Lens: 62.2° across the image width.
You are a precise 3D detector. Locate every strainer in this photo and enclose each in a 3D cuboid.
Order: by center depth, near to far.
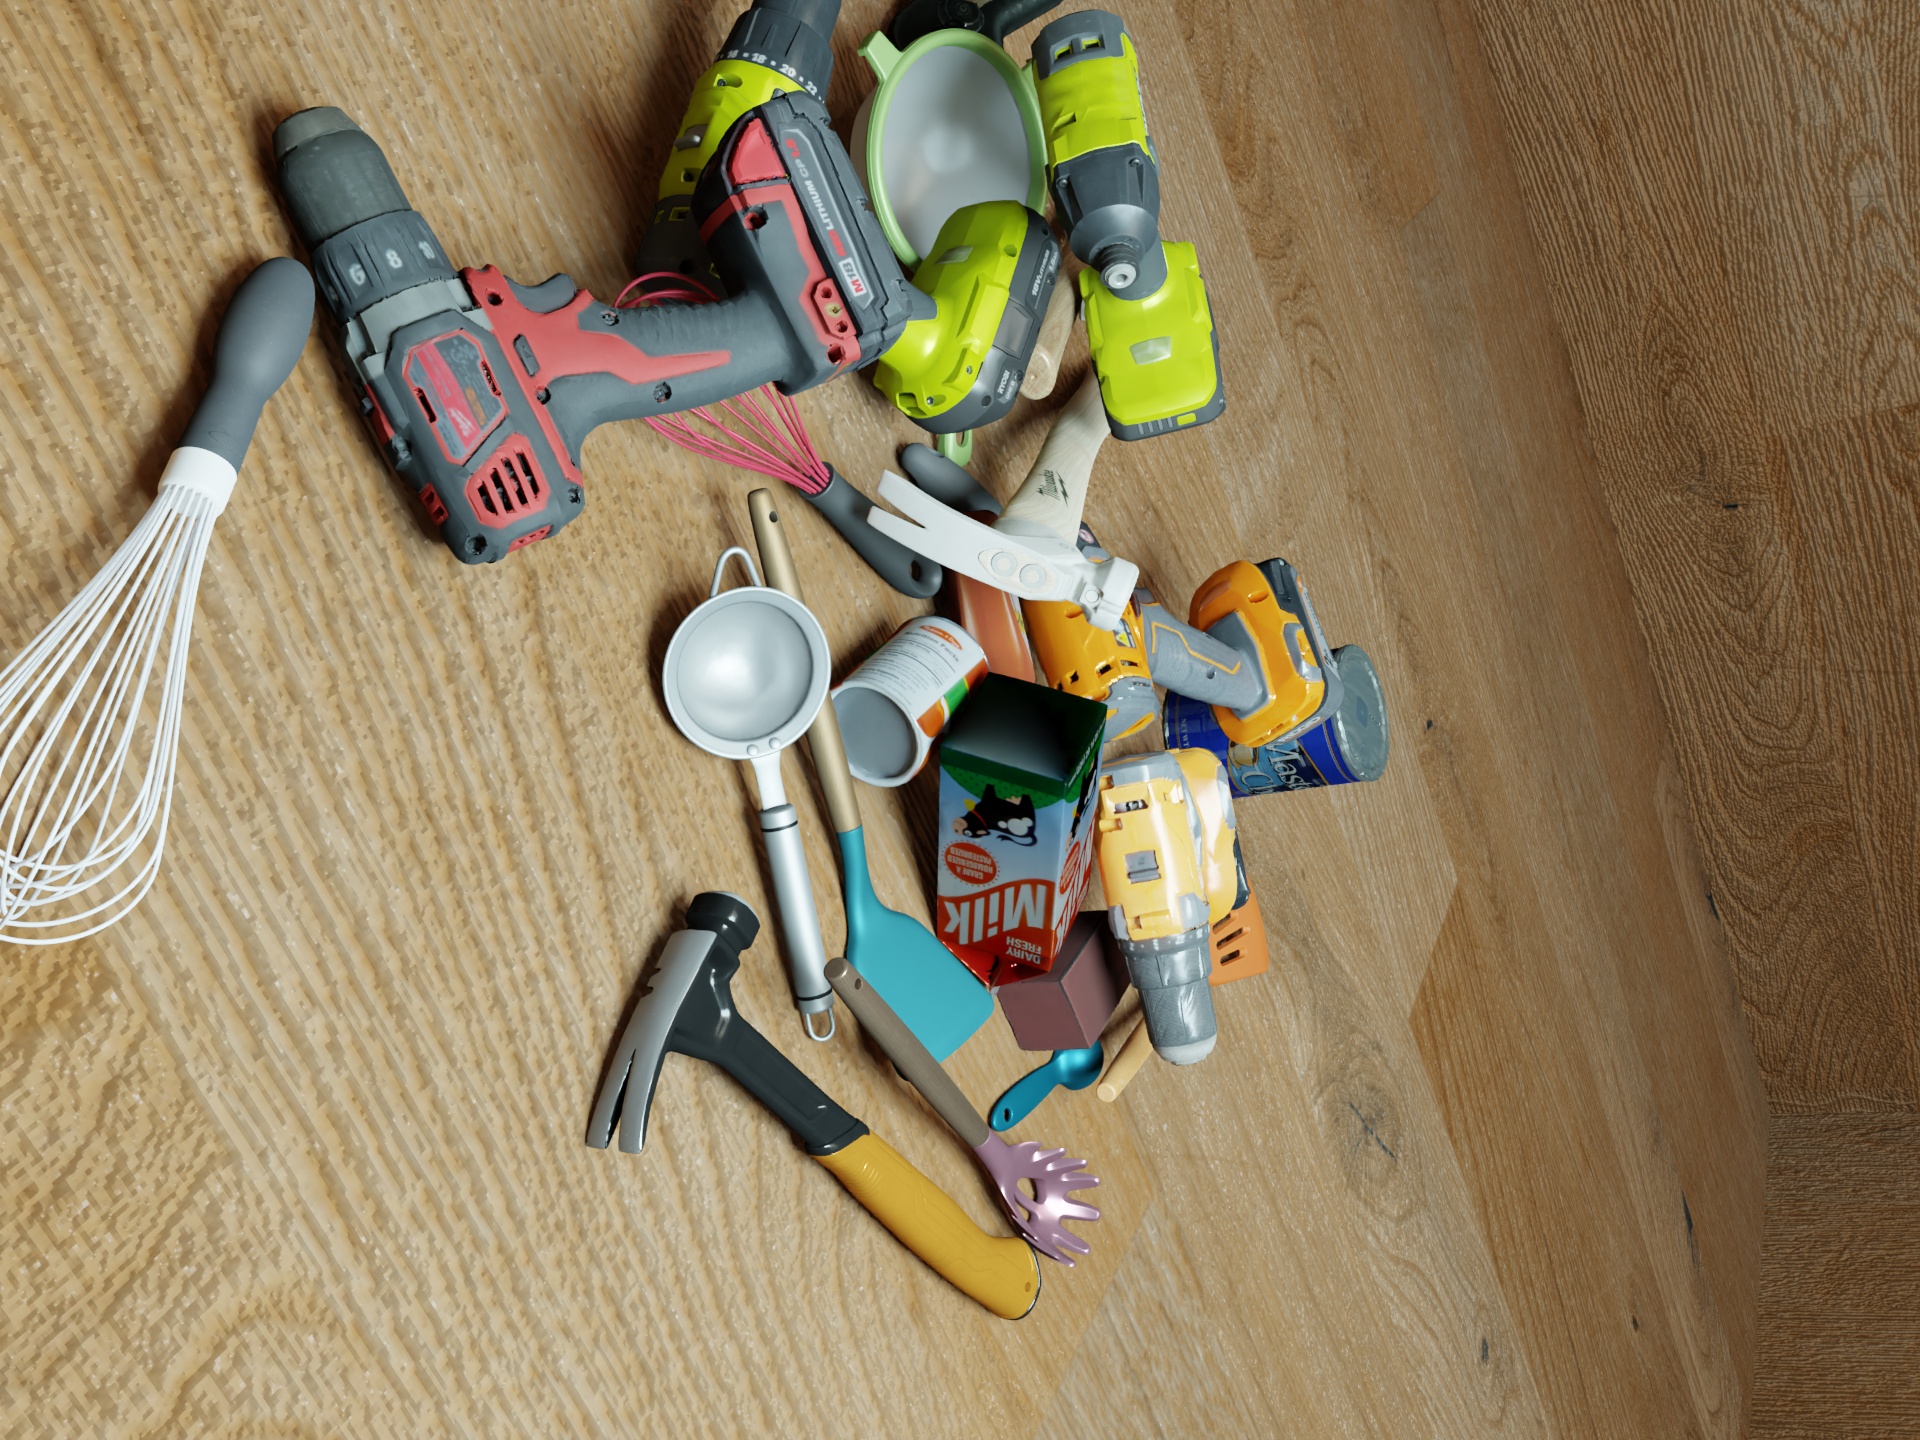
[{"bbox_3d":[-0.095,0.041,0.794,0.087,0.050,0.258,-15,102,-24],"label":"strainer"},{"bbox_3d":[-0.019,-0.288,0.988,0.151,0.069,0.256,-14,112,-43],"label":"strainer"}]

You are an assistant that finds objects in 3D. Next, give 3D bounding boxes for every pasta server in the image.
[{"bbox_3d":[0.006,0.212,0.855,0.315,0.040,0.060,59,44,-44],"label":"pasta server"}]

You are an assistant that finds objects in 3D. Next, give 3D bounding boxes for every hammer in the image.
[{"bbox_3d":[-0.052,0.230,0.805,0.336,0.034,0.127,51,47,-37],"label":"hammer"},{"bbox_3d":[0.060,-0.172,1.009,0.411,0.146,0.038,-64,177,-62],"label":"hammer"},{"bbox_3d":[0.073,-0.295,1.074,0.331,0.031,0.130,-72,153,-54],"label":"hammer"}]

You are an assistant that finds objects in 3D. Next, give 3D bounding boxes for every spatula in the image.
[{"bbox_3d":[-0.056,0.032,0.833,0.082,0.044,0.317,-31,114,-44],"label":"spatula"},{"bbox_3d":[0.155,0.190,1.099,0.322,0.041,0.081,-28,106,-65],"label":"spatula"}]

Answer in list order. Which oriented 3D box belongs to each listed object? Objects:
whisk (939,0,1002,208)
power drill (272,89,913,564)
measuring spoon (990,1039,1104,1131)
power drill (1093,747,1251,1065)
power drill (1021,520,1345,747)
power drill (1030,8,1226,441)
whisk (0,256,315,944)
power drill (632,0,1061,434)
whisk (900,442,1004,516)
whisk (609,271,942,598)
[{"bbox_3d":[0.010,-0.441,1.080,0.059,0.058,0.246,10,65,-24],"label":"whisk"},{"bbox_3d":[-0.155,-0.191,0.672,0.226,0.080,0.188,-29,100,-22],"label":"power drill"},{"bbox_3d":[0.058,0.224,0.983,0.128,0.021,0.042,-21,99,-57],"label":"measuring spoon"},{"bbox_3d":[0.137,0.108,1.022,0.226,0.084,0.185,-12,90,-76],"label":"power drill"},{"bbox_3d":[0.133,-0.063,1.022,0.226,0.084,0.164,4,60,-40],"label":"power drill"},{"bbox_3d":[0.097,-0.269,0.926,0.223,0.080,0.171,55,26,-60],"label":"power drill"},{"bbox_3d":[-0.273,-0.056,0.548,0.070,0.070,0.285,41,45,-43],"label":"whisk"},{"bbox_3d":[-0.052,-0.274,0.856,0.228,0.080,0.190,25,81,-43],"label":"power drill"},{"bbox_3d":[0.041,-0.113,1.035,0.238,0.055,0.055,35,53,-41],"label":"whisk"},{"bbox_3d":[-0.087,-0.136,0.841,0.295,0.073,0.073,38,51,-52],"label":"whisk"}]
